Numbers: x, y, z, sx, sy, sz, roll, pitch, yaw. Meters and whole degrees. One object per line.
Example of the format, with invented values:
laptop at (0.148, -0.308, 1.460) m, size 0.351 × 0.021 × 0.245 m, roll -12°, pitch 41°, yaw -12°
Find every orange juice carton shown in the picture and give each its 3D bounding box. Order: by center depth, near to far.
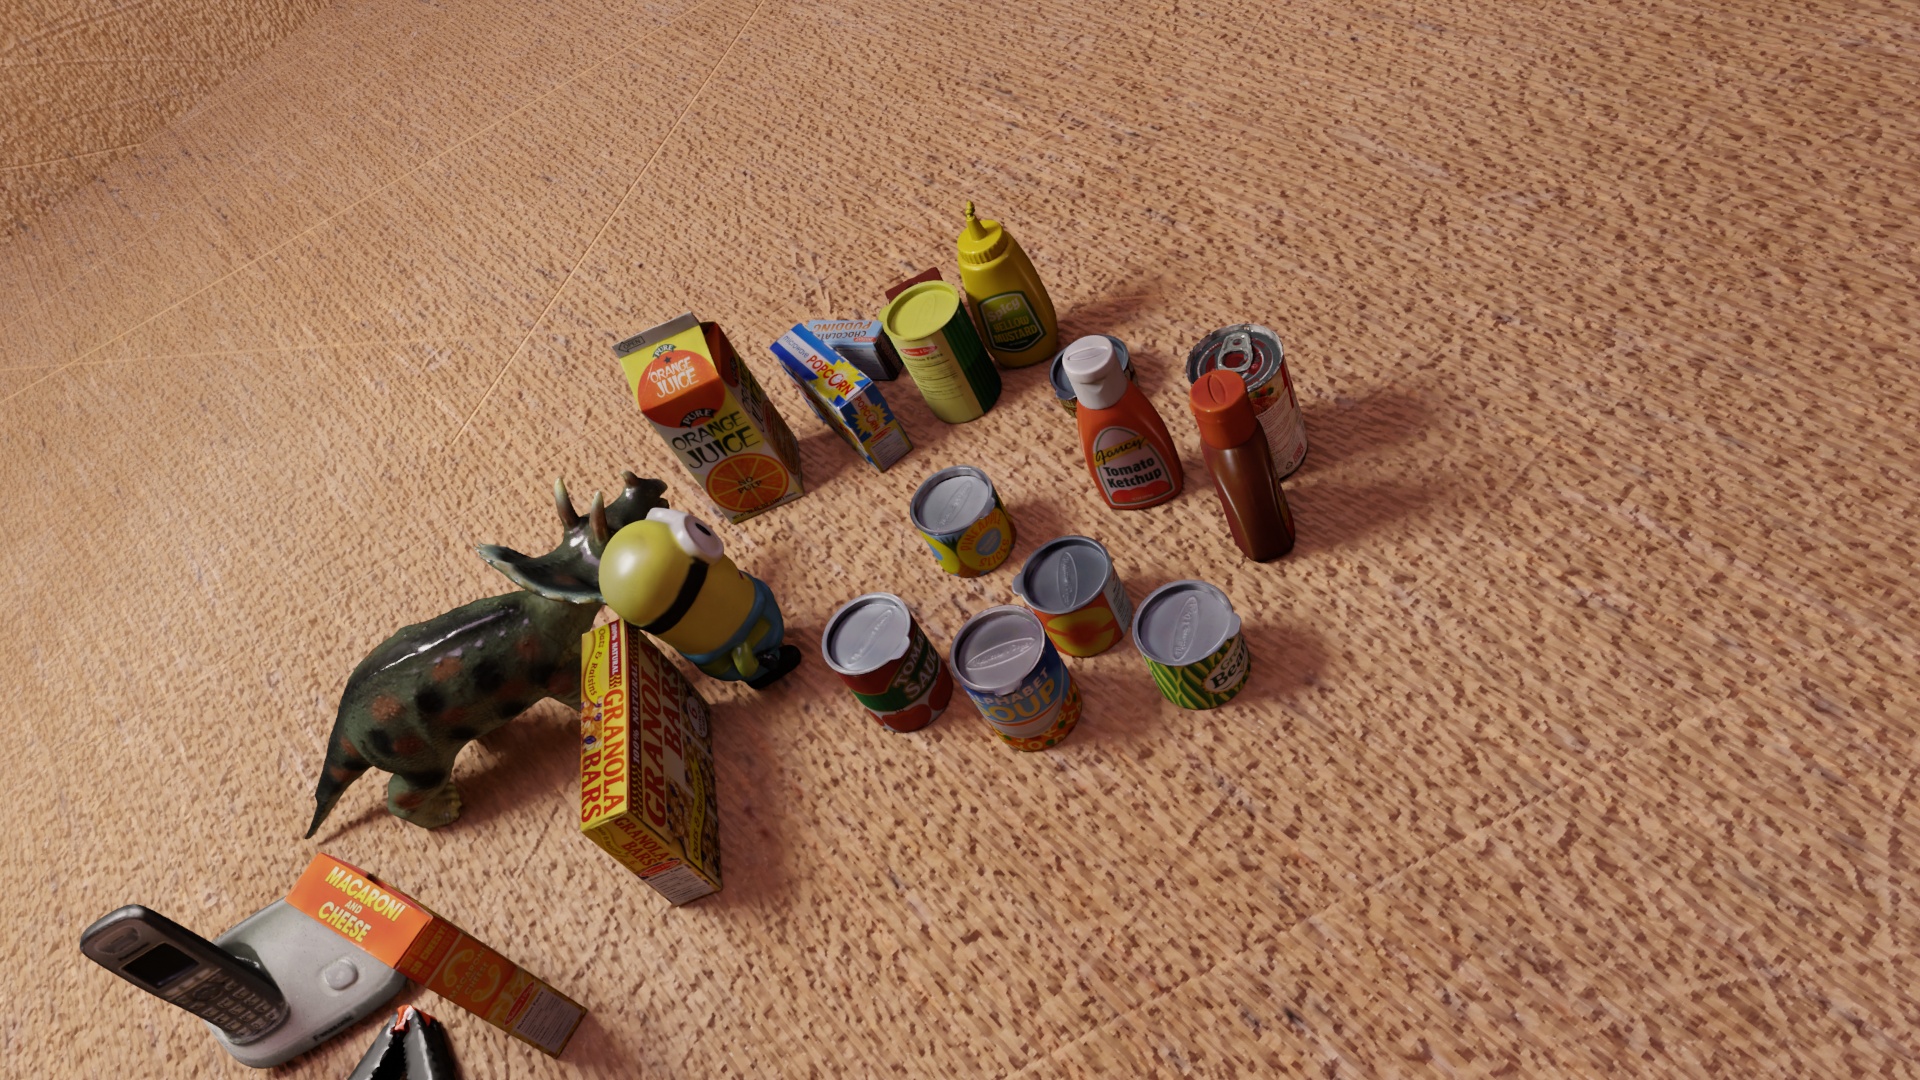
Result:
orange juice carton at (-0.203, -0.107, 1.135) m, size 0.072 × 0.192 × 0.073 m, roll -22°, pitch 47°, yaw 9°

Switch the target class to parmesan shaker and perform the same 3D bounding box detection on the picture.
parmesan shaker at (-0.016, -0.154, 1.143) m, size 0.071 × 0.102 × 0.072 m, roll -14°, pitch 49°, yaw 16°

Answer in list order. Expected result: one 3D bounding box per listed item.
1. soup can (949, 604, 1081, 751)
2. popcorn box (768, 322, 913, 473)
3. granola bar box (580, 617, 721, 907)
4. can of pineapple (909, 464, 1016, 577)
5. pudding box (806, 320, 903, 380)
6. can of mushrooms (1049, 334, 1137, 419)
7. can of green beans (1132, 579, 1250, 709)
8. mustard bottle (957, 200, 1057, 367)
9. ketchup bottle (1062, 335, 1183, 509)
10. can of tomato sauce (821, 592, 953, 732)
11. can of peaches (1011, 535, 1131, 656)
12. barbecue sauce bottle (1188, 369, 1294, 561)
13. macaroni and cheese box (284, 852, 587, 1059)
soup can at (0.038, 0.095, 0.924) m, size 0.071 × 0.083 × 0.072 m, roll -14°, pitch 49°, yaw 16°
popcorn box at (-0.102, -0.122, 1.171) m, size 0.038 × 0.085 × 0.127 m, roll -40°, pitch 47°, yaw -8°
granola bar box at (-0.216, 0.154, 0.973) m, size 0.039 × 0.123 × 0.166 m, roll -22°, pitch 47°, yaw 9°
can of pineapple at (0.004, -0.013, 1.049) m, size 0.071 × 0.057 × 0.071 m, roll -14°, pitch 49°, yaw 16°
pudding box at (-0.097, -0.169, 1.233) m, size 0.083 × 0.049 × 0.030 m, roll 5°, pitch 56°, yaw 29°
can of mushrooms at (0.105, -0.128, 1.111) m, size 0.071 × 0.033 × 0.071 m, roll -14°, pitch 49°, yaw 16°
can of green beans at (0.152, 0.069, 0.908) m, size 0.071 × 0.057 × 0.071 m, roll -14°, pitch 49°, yaw 16°
mustard bottle at (0.031, -0.210, 1.127) m, size 0.065 × 0.159 × 0.049 m, roll -15°, pitch 48°, yaw 15°
ketchup bottle at (0.112, -0.083, 0.990) m, size 0.064 × 0.148 × 0.044 m, roll -13°, pitch 49°, yaw 17°
can of tomato sauce at (-0.048, 0.087, 0.974) m, size 0.071 × 0.082 × 0.071 m, roll -14°, pitch 49°, yaw 16°
can of peaches at (0.079, 0.040, 0.968) m, size 0.071 × 0.058 × 0.071 m, roll -14°, pitch 49°, yaw 16°
barbecue sauce bottle at (0.187, -0.051, 0.927) m, size 0.043 × 0.148 × 0.065 m, roll -19°, pitch 47°, yaw 12°
macaroni and cheese box at (-0.339, 0.271, 0.907) m, size 0.124 × 0.165 × 0.040 m, roll 13°, pitch 61°, yaw 34°
